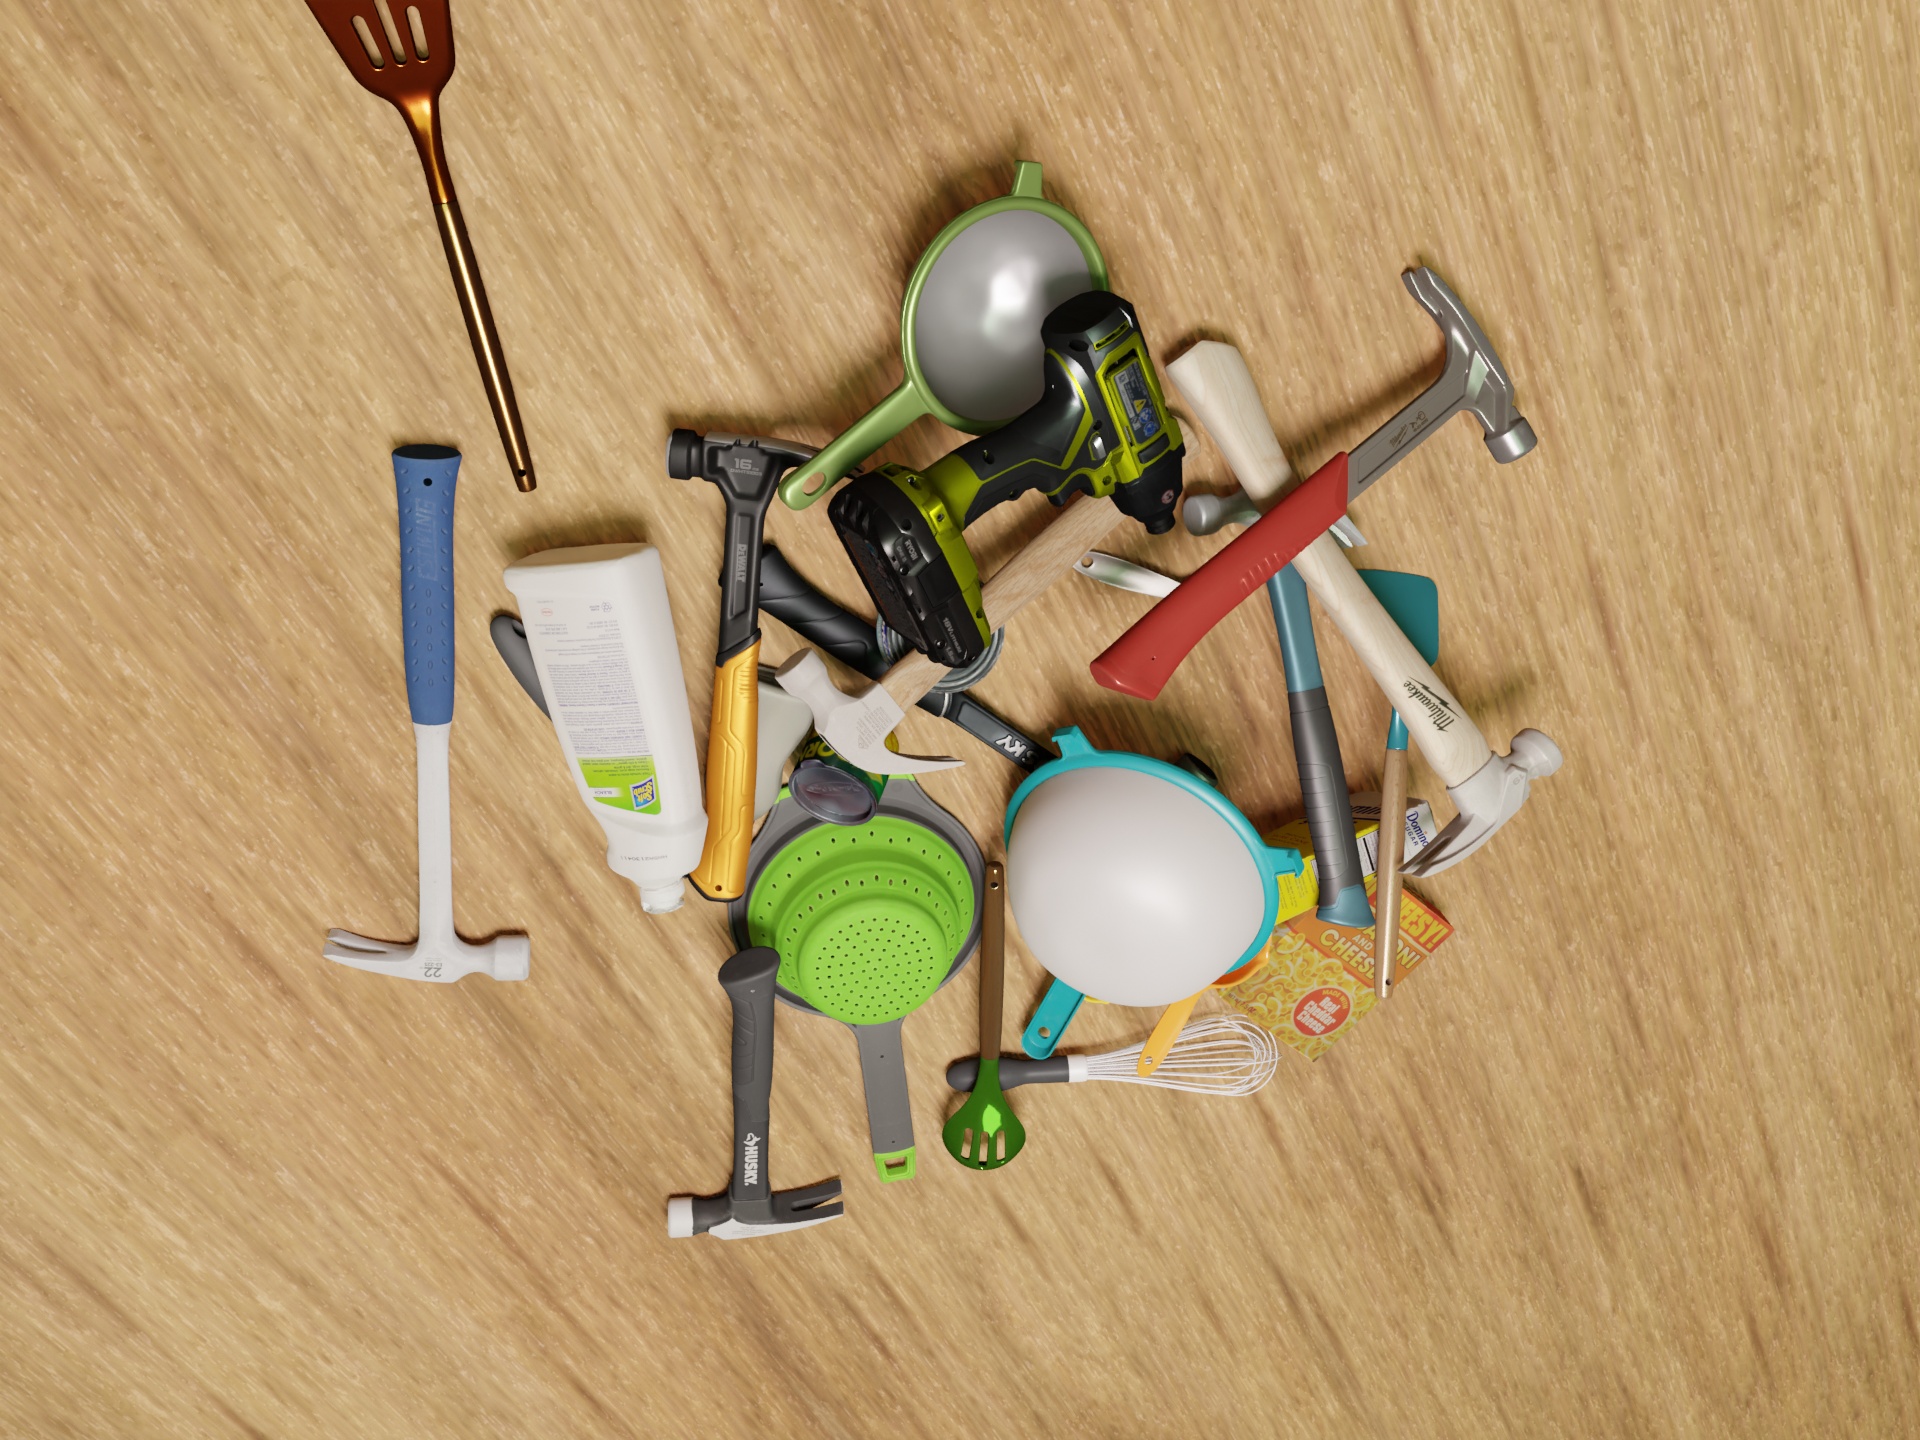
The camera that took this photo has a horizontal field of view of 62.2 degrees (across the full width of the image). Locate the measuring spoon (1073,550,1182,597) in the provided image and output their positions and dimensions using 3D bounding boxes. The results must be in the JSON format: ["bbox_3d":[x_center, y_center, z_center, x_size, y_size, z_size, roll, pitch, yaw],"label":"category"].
[{"bbox_3d":[0.135,-0.103,1.160,0.124,0.018,0.034,17,112,-12],"label":"measuring spoon"}]

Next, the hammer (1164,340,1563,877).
[{"bbox_3d":[0.263,-0.082,1.113,0.146,0.038,0.410,-40,102,-12],"label":"hammer"}]

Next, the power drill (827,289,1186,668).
[{"bbox_3d":[0.042,-0.141,1.007,0.223,0.080,0.171,-38,129,-13],"label":"power drill"}]

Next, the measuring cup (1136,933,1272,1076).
[{"bbox_3d":[0.177,0.202,1.267,0.095,0.052,0.173,34,82,-17],"label":"measuring cup"}]

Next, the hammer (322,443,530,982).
[{"bbox_3d":[-0.371,0.010,1.098,0.144,0.035,0.405,2,116,-13],"label":"hammer"}]

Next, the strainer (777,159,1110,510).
[{"bbox_3d":[-0.023,-0.228,1.011,0.256,0.069,0.151,-41,130,-5],"label":"strainer"}]

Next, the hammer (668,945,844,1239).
[{"bbox_3d":[-0.159,0.300,1.250,0.146,0.035,0.334,-1,129,-9],"label":"hammer"}]

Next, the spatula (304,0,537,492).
[{"bbox_3d":[-0.305,-0.286,0.958,0.081,0.041,0.322,-13,119,-6],"label":"spatula"}]

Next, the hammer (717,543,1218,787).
[{"bbox_3d":[-0.002,-0.004,1.169,0.408,0.036,0.149,33,107,-24],"label":"hammer"}]

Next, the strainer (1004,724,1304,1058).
[{"bbox_3d":[0.094,0.175,1.173,0.211,0.095,0.340,29,132,8],"label":"strainer"}]

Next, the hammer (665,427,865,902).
[{"bbox_3d":[-0.145,-0.027,1.084,0.127,0.034,0.336,8,112,0],"label":"hammer"}]

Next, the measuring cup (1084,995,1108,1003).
[{"bbox_3d":[0.158,0.186,1.308,0.156,0.029,0.062,-15,117,-17],"label":"measuring cup"}]

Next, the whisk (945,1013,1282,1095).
[{"bbox_3d":[0.129,0.290,1.336,0.284,0.070,0.070,-3,117,-4],"label":"whisk"}]

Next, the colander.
[{"bbox_3d":[-0.064,0.233,1.240,0.204,0.095,0.396,-9,118,-7],"label":"colander"}]

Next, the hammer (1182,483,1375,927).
[{"bbox_3d":[0.250,-0.009,1.145,0.128,0.033,0.331,-13,95,-19],"label":"hammer"}]

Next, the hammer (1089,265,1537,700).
[{"bbox_3d":[0.224,-0.144,1.062,0.359,0.037,0.149,-39,101,-11],"label":"hammer"}]

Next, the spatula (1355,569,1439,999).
[{"bbox_3d":[0.318,0.047,1.178,0.082,0.044,0.317,3,91,-17],"label":"spatula"}]

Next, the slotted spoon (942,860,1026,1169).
[{"bbox_3d":[0.022,0.245,1.264,0.070,0.031,0.313,2,118,1],"label":"slotted spoon"}]

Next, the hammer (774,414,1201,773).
[{"bbox_3d":[0.038,-0.089,1.080,0.331,0.031,0.130,-42,109,-9],"label":"hammer"}]

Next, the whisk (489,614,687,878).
[{"bbox_3d":[-0.259,0.024,1.123,0.055,0.055,0.238,-29,114,4],"label":"whisk"}]
